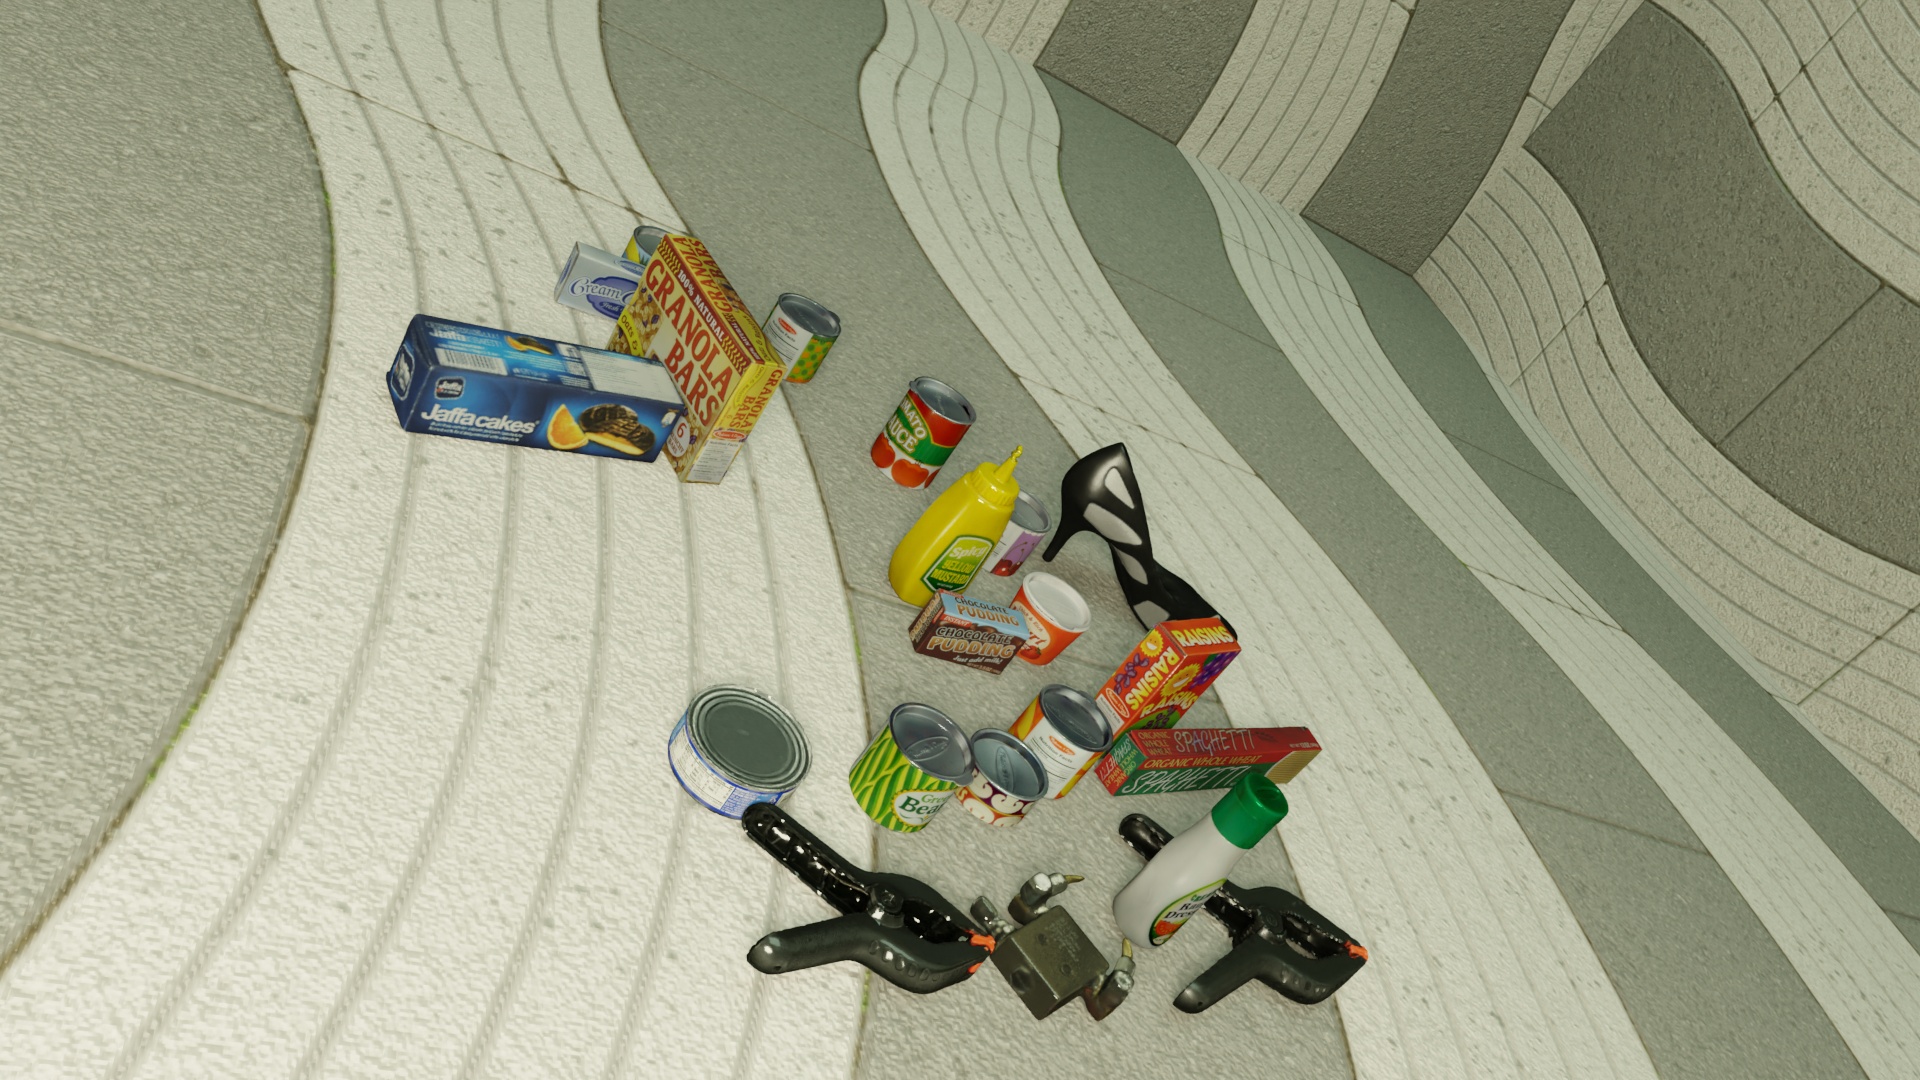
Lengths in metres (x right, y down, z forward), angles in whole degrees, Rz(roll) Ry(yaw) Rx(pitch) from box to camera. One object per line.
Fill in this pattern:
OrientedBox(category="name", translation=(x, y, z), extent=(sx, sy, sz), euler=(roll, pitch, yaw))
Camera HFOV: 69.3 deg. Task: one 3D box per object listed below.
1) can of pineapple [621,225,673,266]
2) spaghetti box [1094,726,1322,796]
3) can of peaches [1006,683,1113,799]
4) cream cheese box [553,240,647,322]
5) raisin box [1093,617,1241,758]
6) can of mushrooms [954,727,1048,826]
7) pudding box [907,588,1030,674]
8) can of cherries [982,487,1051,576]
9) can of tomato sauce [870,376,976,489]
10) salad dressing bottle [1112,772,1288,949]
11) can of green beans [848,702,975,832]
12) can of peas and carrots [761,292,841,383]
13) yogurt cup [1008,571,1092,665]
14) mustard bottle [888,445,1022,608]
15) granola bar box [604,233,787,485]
OrientedBox(category="can of pineapple", translation=(-0.275, -0.240, 1.253), extent=(0.071, 0.057, 0.071), euler=(27, 29, -16))
OrientedBox(category="spaghetti box", translation=(0.211, 0.182, 1.156), extent=(0.250, 0.050, 0.029), euler=(6, 40, -43))
OrientedBox(category="can of peaches", translation=(0.072, 0.150, 1.042), extent=(0.071, 0.057, 0.071), euler=(27, 29, -16))
OrientedBox(category="cream cheese box", translation=(-0.293, -0.215, 1.200), extent=(0.104, 0.053, 0.024), euler=(17, 33, -31))
OrientedBox(category="raisin box", translation=(0.158, 0.118, 1.117), extent=(0.086, 0.123, 0.040), euler=(1, 44, -48))
OrientedBox(category="can of mushrooms", translation=(0.025, 0.168, 0.989), extent=(0.071, 0.033, 0.071), euler=(27, 29, -16))
OrientedBox(category="pudding box", translation=(0.007, 0.072, 1.098), extent=(0.084, 0.049, 0.030), euler=(18, 33, -30))
OrientedBox(category="can of cherries", translation=(0.041, -0.010, 1.251), extent=(0.071, 0.058, 0.072), euler=(27, 29, -16))
OrientedBox(category="can of tomato sauce", translation=(-0.037, -0.098, 1.274), extent=(0.071, 0.082, 0.071), euler=(27, 29, -16))
OrientedBox(category="salad dressing bottle", translation=(0.163, 0.218, 0.944), extent=(0.064, 0.147, 0.044), euler=(4, 41, -45))
OrientedBox(category="can of green beans", translation=(-0.033, 0.151, 0.924), extent=(0.071, 0.057, 0.071), euler=(27, 29, -16))
OrientedBox(category="can of peas and carrots", translation=(-0.154, -0.191, 1.311), extent=(0.071, 0.058, 0.071), euler=(27, 29, -16))
OrientedBox(category="yogurt cup", translation=(0.069, 0.068, 1.168), extent=(0.072, 0.053, 0.073), euler=(27, 29, -16))
OrientedBox(category="mustard bottle", translation=(0.004, -0.014, 1.108), extent=(0.065, 0.159, 0.049), euler=(12, 36, -38))
OrientedBox(category="granola bar box", translation=(-0.215, -0.145, 1.104), extent=(0.039, 0.123, 0.166), euler=(3, 42, -46))
